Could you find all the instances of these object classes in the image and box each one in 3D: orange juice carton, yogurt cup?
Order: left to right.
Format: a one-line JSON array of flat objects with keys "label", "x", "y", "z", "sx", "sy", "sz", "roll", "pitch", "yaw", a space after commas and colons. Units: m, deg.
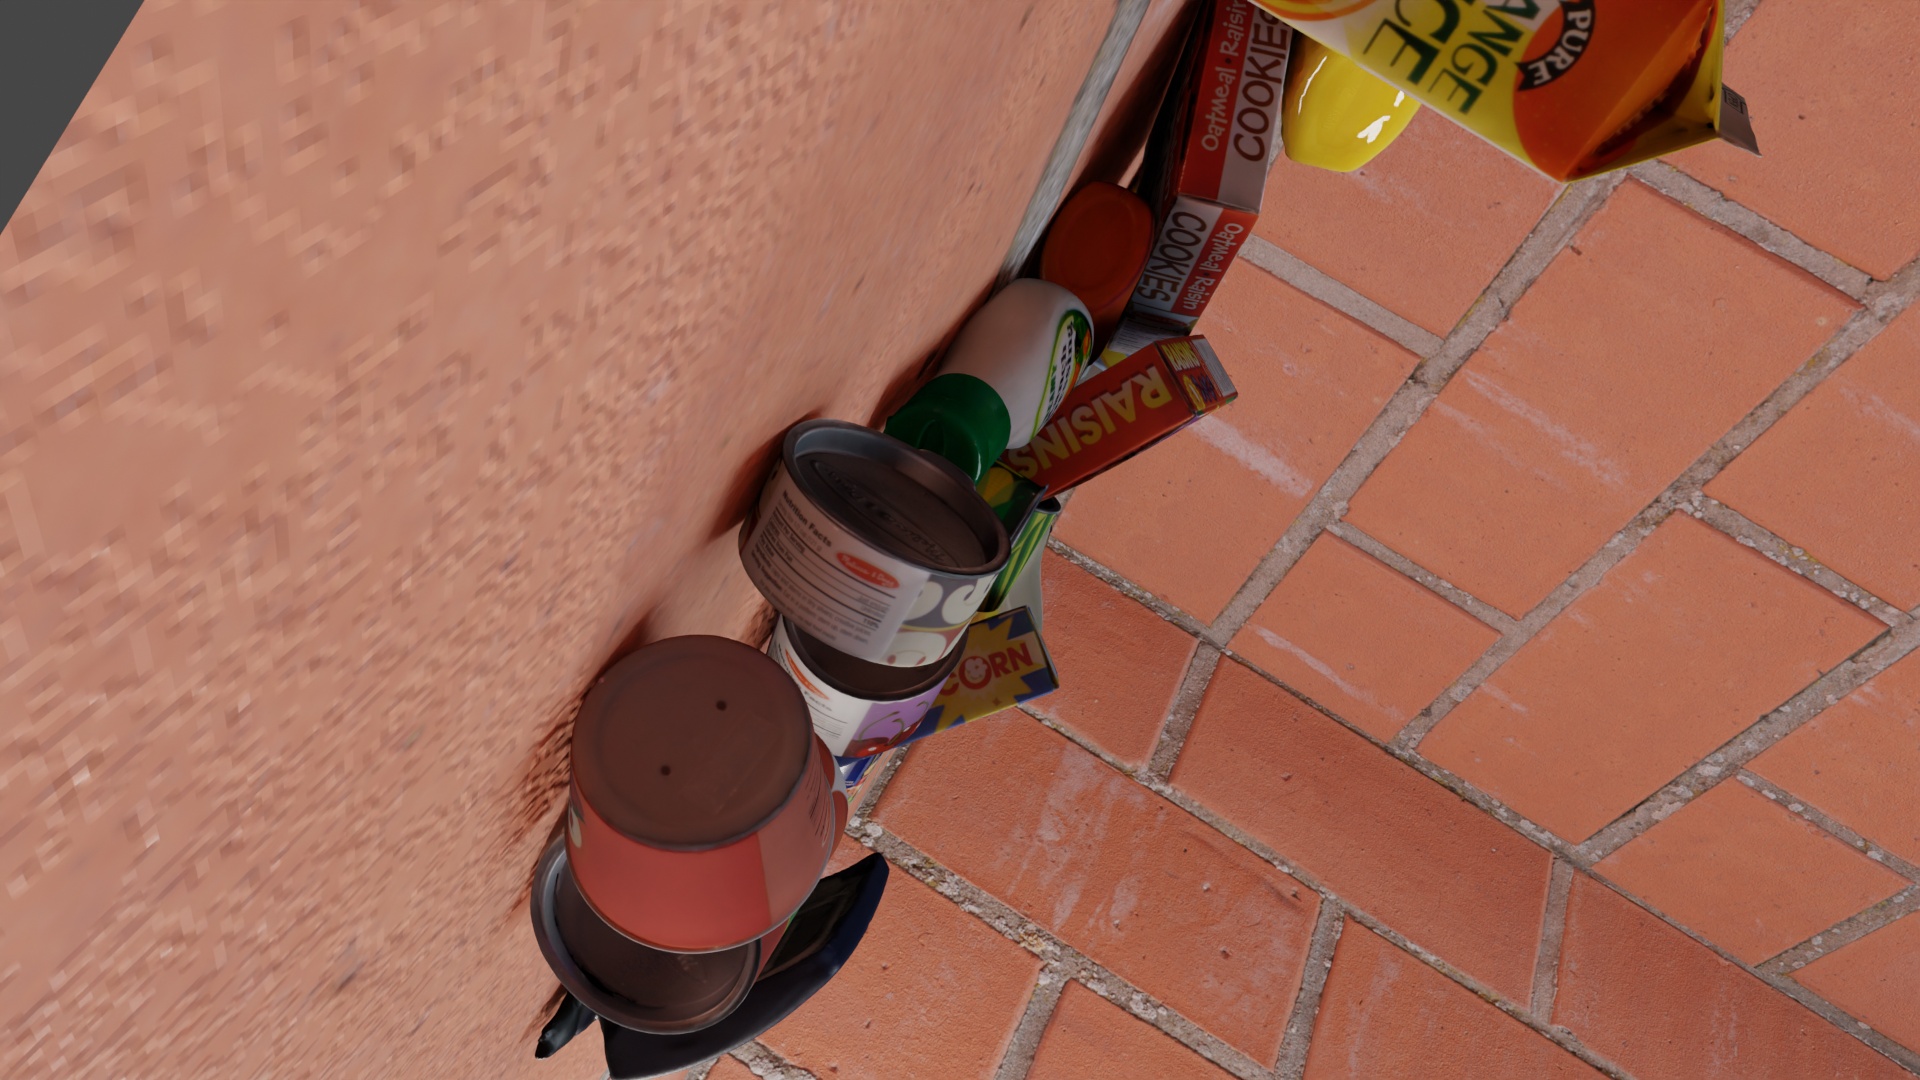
[{"label": "yogurt cup", "x": -0.064, "y": 0.059, "z": 0.337, "sx": 0.073, "sy": 0.072, "sz": 0.053, "roll": -56, "pitch": 167, "yaw": -33}, {"label": "orange juice carton", "x": 0.168, "y": -0.180, "z": 0.443, "sx": 0.072, "sy": 0.193, "sz": 0.072, "roll": -60, "pitch": 177, "yaw": 37}]

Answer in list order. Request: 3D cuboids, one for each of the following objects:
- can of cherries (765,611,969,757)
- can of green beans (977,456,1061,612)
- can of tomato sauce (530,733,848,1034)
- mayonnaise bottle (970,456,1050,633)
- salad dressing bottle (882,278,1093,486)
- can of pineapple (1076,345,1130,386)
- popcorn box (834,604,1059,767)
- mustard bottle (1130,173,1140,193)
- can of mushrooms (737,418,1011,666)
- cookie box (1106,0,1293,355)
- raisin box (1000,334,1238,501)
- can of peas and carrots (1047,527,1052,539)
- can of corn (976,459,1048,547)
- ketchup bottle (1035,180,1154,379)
[{"label": "can of cherries", "x": -0.033, "y": 0.037, "z": 0.503, "sx": 0.072, "sy": 0.071, "sz": 0.058, "roll": -56, "pitch": 176, "yaw": -33}, {"label": "can of green beans", "x": 0.004, "y": -0.008, "z": 0.646, "sx": 0.057, "sy": 0.071, "sz": 0.071, "roll": -59, "pitch": 176, "yaw": 16}, {"label": "can of tomato sauce", "x": -0.075, "y": 0.091, "z": 0.410, "sx": 0.071, "sy": 0.071, "sz": 0.083, "roll": -60, "pitch": 177, "yaw": 20}, {"label": "mayonnaise bottle", "x": 0.017, "y": -0.003, "z": 0.724, "sx": 0.041, "sy": 0.065, "sz": 0.147, "roll": -28, "pitch": 134, "yaw": -43}, {"label": "salad dressing bottle", "x": 0.012, "y": -0.057, "z": 0.523, "sx": 0.148, "sy": 0.044, "sz": 0.064, "roll": -52, "pitch": 159, "yaw": -59}, {"label": "can of pineapple", "x": 0.097, "y": -0.124, "z": 0.908, "sx": 0.058, "sy": 0.071, "sz": 0.071, "roll": -56, "pitch": 176, "yaw": -16}, {"label": "popcorn box", "x": -0.022, "y": 0.066, "z": 0.606, "sx": 0.127, "sy": 0.038, "sz": 0.085, "roll": -20, "pitch": 176, "yaw": 2}, {"label": "mustard bottle", "x": 0.115, "y": -0.172, "z": 0.817, "sx": 0.160, "sy": 0.065, "sz": 0.049, "roll": -55, "pitch": -179, "yaw": 8}, {"label": "can of mushrooms", "x": -0.022, "y": 0.000, "z": 0.367, "sx": 0.033, "sy": 0.071, "sz": 0.071, "roll": -60, "pitch": 176, "yaw": 24}, {"label": "cookie box", "x": 0.111, "y": -0.174, "z": 0.660, "sx": 0.167, "sy": 0.040, "sz": 0.123, "roll": 107, "pitch": -4, "yaw": -75}, {"label": "raisin box", "x": 0.075, "y": -0.057, "z": 0.645, "sx": 0.086, "sy": 0.040, "sz": 0.124, "roll": -28, "pitch": 179, "yaw": 21}, {"label": "can of peas and carrots", "x": 0.017, "y": 0.007, "z": 0.861, "sx": 0.071, "sy": 0.071, "sz": 0.058, "roll": -47, "pitch": 158, "yaw": -71}, {"label": "can of corn", "x": -0.006, "y": -0.010, "z": 0.560, "sx": 0.071, "sy": 0.058, "sz": 0.071, "roll": -58, "pitch": 176, "yaw": -6}, {"label": "ketchup bottle", "x": 0.054, "y": -0.109, "z": 0.657, "sx": 0.065, "sy": 0.043, "sz": 0.148, "roll": -62, "pitch": 177, "yaw": -13}]
